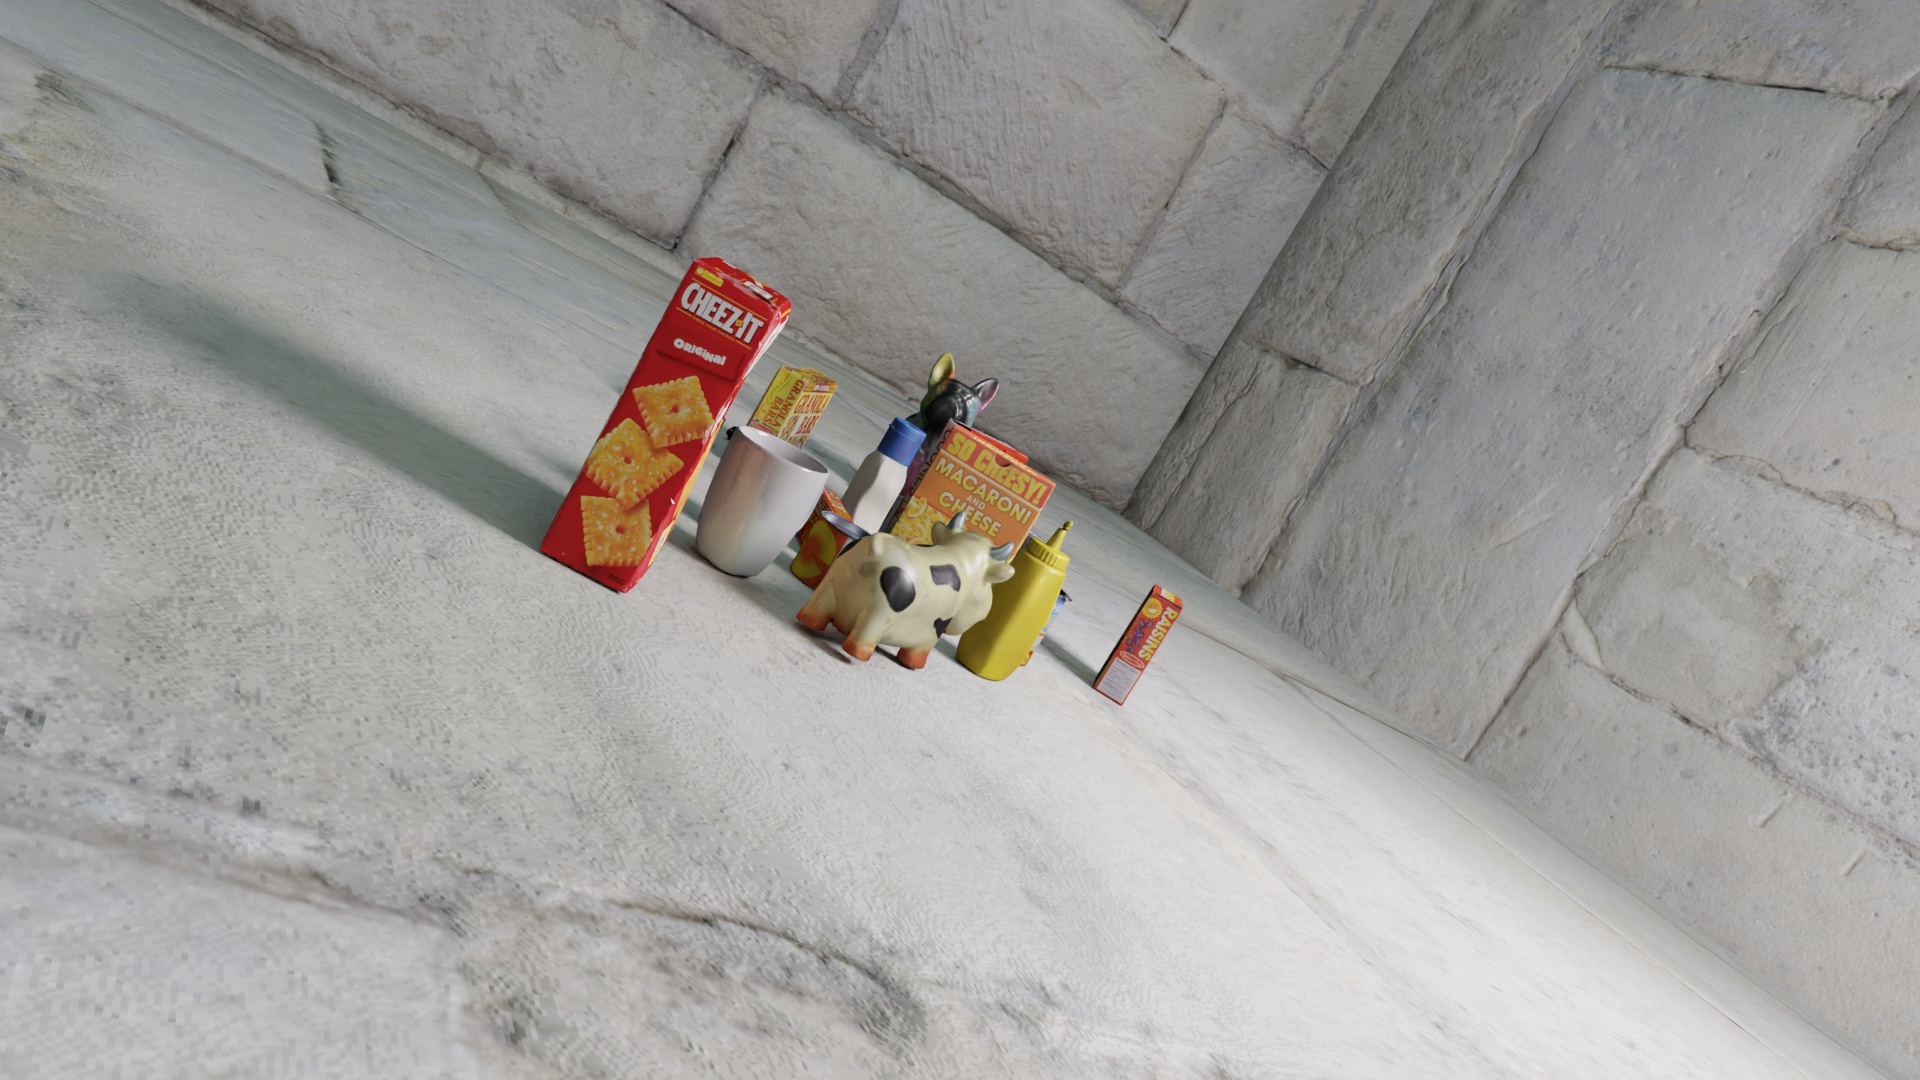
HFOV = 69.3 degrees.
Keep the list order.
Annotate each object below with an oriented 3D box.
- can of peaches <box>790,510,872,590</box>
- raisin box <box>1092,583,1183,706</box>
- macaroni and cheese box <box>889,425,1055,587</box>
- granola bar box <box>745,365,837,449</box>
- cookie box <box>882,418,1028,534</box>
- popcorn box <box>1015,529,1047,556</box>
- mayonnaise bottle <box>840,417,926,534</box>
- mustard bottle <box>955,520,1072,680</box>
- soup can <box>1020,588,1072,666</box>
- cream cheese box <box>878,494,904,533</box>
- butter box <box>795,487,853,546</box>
[{"bbox_3d":[-0.109,0.014,1.222,0.071,0.058,0.071,30,8,-4],"label":"can of peaches"},{"bbox_3d":[0.192,0.111,1.495,0.040,0.123,0.086,32,7,6],"label":"raisin box"},{"bbox_3d":[0.005,-0.018,1.450,0.124,0.166,0.040,31,7,3],"label":"macaroni and cheese box"},{"bbox_3d":[-0.200,-0.136,1.577,0.039,0.124,0.166,31,8,2],"label":"granola bar box"},{"bbox_3d":[-0.007,-0.044,1.561,0.040,0.167,0.123,36,9,34],"label":"cookie box"},{"bbox_3d":[0.069,0.030,1.684,0.038,0.085,0.127,26,9,-33],"label":"popcorn box"},{"bbox_3d":[-0.086,-0.051,1.385,0.041,0.148,0.065,27,8,-28],"label":"mayonnaise bottle"},{"bbox_3d":[0.057,0.049,1.246,0.049,0.160,0.065,35,9,32],"label":"mustard bottle"},{"bbox_3d":[0.060,0.075,1.378,0.071,0.083,0.071,30,8,-4],"label":"soup can"},{"bbox_3d":[-0.055,-0.017,1.631,0.104,0.053,0.024,22,11,-48],"label":"cream cheese box"},{"bbox_3d":[-0.133,-0.014,1.332,0.024,0.053,0.104,28,8,-21],"label":"butter box"}]
